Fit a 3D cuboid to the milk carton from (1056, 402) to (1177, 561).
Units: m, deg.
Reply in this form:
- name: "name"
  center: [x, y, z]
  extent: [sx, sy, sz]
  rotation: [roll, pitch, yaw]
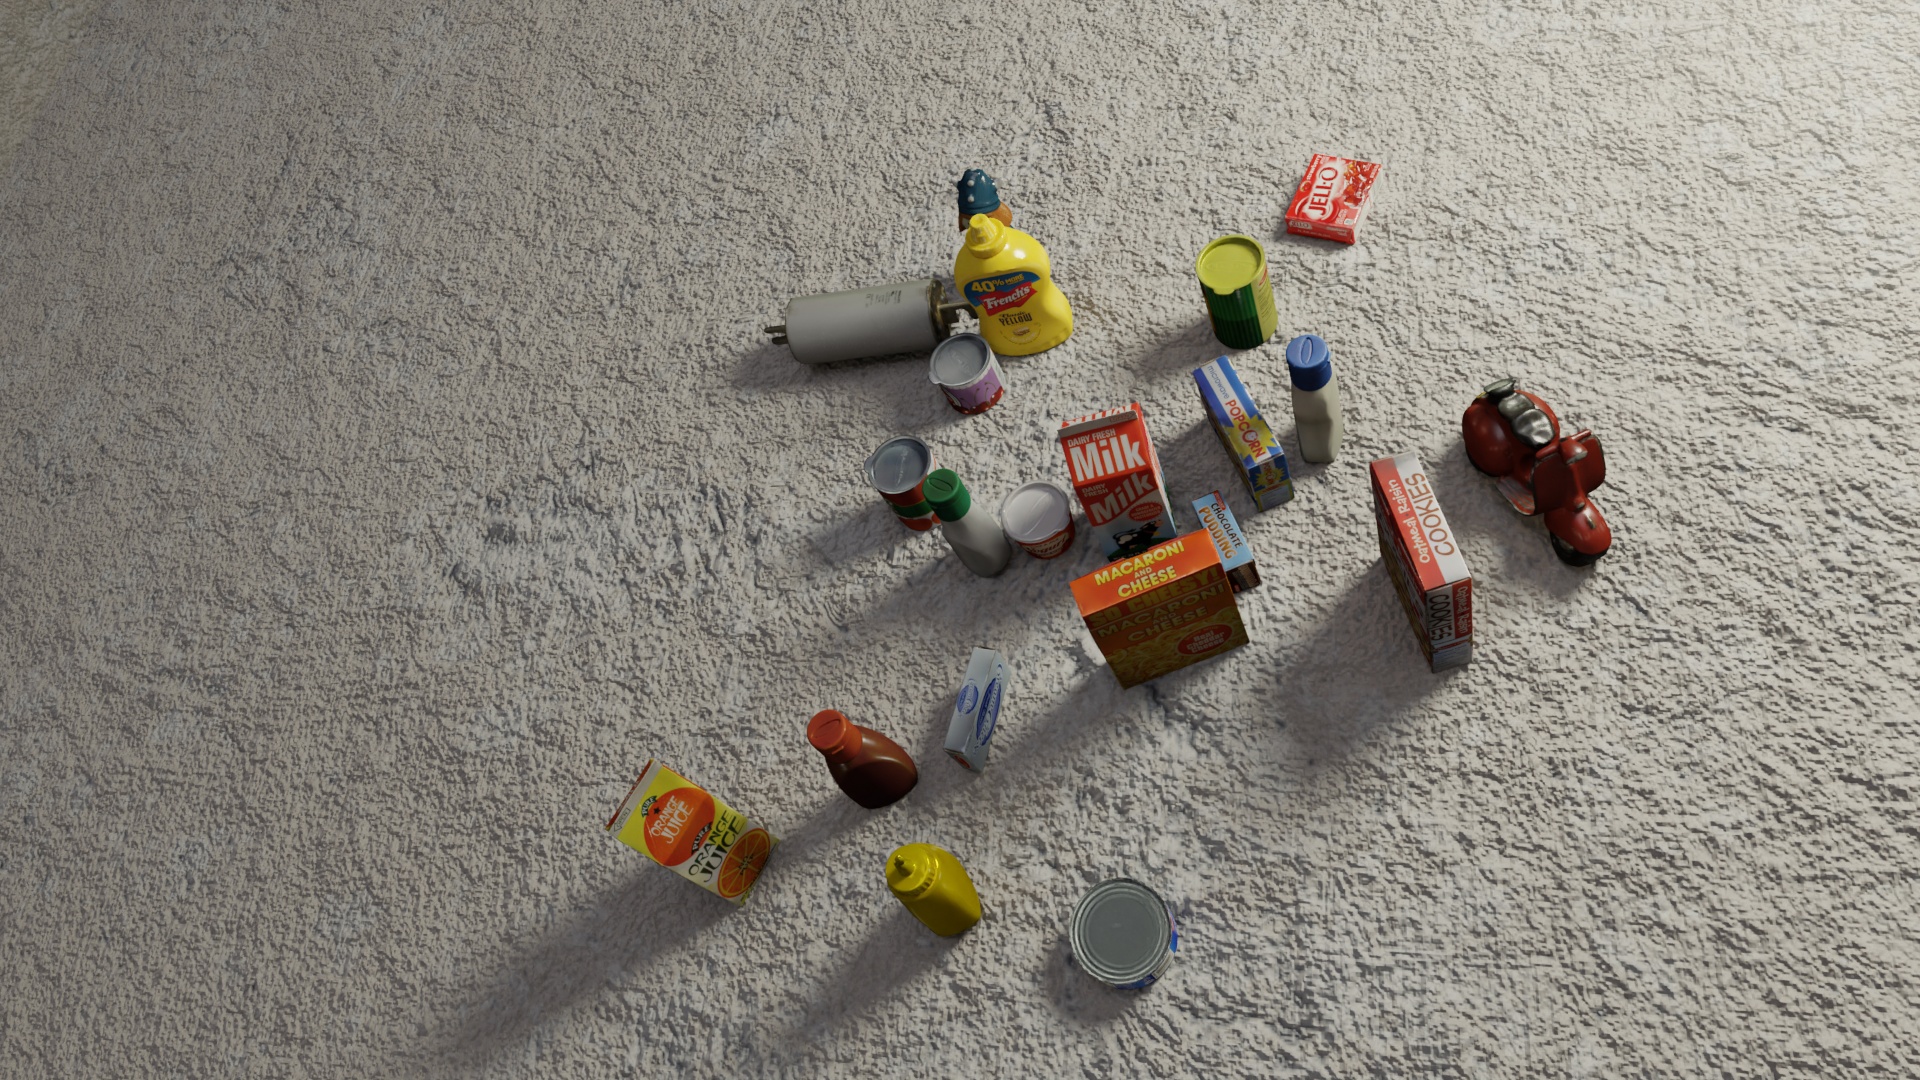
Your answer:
- name: "milk carton"
  center: [0.143, -0.060, 1.259]
  extent: [0.072, 0.190, 0.074]
  rotation: [-15, 59, 12]

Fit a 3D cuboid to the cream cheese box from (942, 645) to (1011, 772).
- name: "cream cheese box"
  center: [0.016, 0.154, 1.269]
  extent: [0.024, 0.053, 0.104]
  rotation: [7, 65, 24]

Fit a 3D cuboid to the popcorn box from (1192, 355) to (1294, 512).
- name: "popcorn box"
  center: [0.265, -0.100, 1.300]
  extent: [0.038, 0.085, 0.127]
  rotation: [-26, 57, 6]

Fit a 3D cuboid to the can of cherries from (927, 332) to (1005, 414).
- name: "can of cherries"
  center: [0.006, -0.173, 1.451]
  extent: [0.071, 0.058, 0.072]
  rotation: [-9, 60, 16]

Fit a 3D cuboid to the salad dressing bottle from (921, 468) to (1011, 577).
- name: "salad dressing bottle"
  center: [0.005, -0.016, 1.311]
  extent: [0.064, 0.147, 0.044]
  rotation: [25, 74, 30]

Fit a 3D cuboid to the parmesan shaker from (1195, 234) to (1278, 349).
- name: "parmesan shaker"
  center: [0.271, -0.240, 1.364]
  extent: [0.071, 0.102, 0.071]
  rotation: [-9, 60, 16]

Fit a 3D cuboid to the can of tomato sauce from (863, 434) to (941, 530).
- name: "can of tomato sauce"
  center: [-0.049, -0.056, 1.392]
  extent: [0.071, 0.083, 0.071]
  rotation: [-9, 60, 16]

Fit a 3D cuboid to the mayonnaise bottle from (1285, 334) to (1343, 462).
- name: "mayonnaise bottle"
  center: [0.321, -0.131, 1.258]
  extent: [0.041, 0.147, 0.065]
  rotation: [3, 64, 22]

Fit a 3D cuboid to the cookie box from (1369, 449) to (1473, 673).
- name: "cookie box"
  center: [0.379, 0.020, 1.142]
  extent: [0.040, 0.167, 0.123]
  rotation: [-19, 58, 10]

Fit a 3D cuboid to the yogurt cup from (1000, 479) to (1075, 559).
- name: "yogurt cup"
  center: [0.078, -0.017, 1.341]
  extent: [0.072, 0.053, 0.073]
  rotation: [-9, 60, 16]

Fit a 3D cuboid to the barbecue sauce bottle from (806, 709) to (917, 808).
- name: "barbecue sauce bottle"
  center: [-0.090, 0.192, 1.230]
  extent: [0.065, 0.148, 0.044]
  rotation: [-29, 57, 3]

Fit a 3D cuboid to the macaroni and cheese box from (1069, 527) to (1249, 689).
- name: "macaroni and cheese box"
  center: [0.173, 0.062, 1.195]
  extent: [0.123, 0.166, 0.040]
  rotation: [-22, 57, 8]

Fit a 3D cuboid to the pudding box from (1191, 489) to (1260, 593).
- name: "pudding box"
  center: [0.244, 0.001, 1.272]
  extent: [0.030, 0.049, 0.084]
  rotation: [-24, 57, 7]

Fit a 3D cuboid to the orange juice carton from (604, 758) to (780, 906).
- name: "orange juice carton"
  center: [-0.242, 0.254, 1.225]
  extent: [0.073, 0.192, 0.072]
  rotation: [23, 72, 29]

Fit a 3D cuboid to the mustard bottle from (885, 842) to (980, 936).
- name: "mustard bottle"
  center: [-0.028, 0.282, 1.150]
  extent: [0.049, 0.159, 0.065]
  rotation: [-28, 57, 4]
